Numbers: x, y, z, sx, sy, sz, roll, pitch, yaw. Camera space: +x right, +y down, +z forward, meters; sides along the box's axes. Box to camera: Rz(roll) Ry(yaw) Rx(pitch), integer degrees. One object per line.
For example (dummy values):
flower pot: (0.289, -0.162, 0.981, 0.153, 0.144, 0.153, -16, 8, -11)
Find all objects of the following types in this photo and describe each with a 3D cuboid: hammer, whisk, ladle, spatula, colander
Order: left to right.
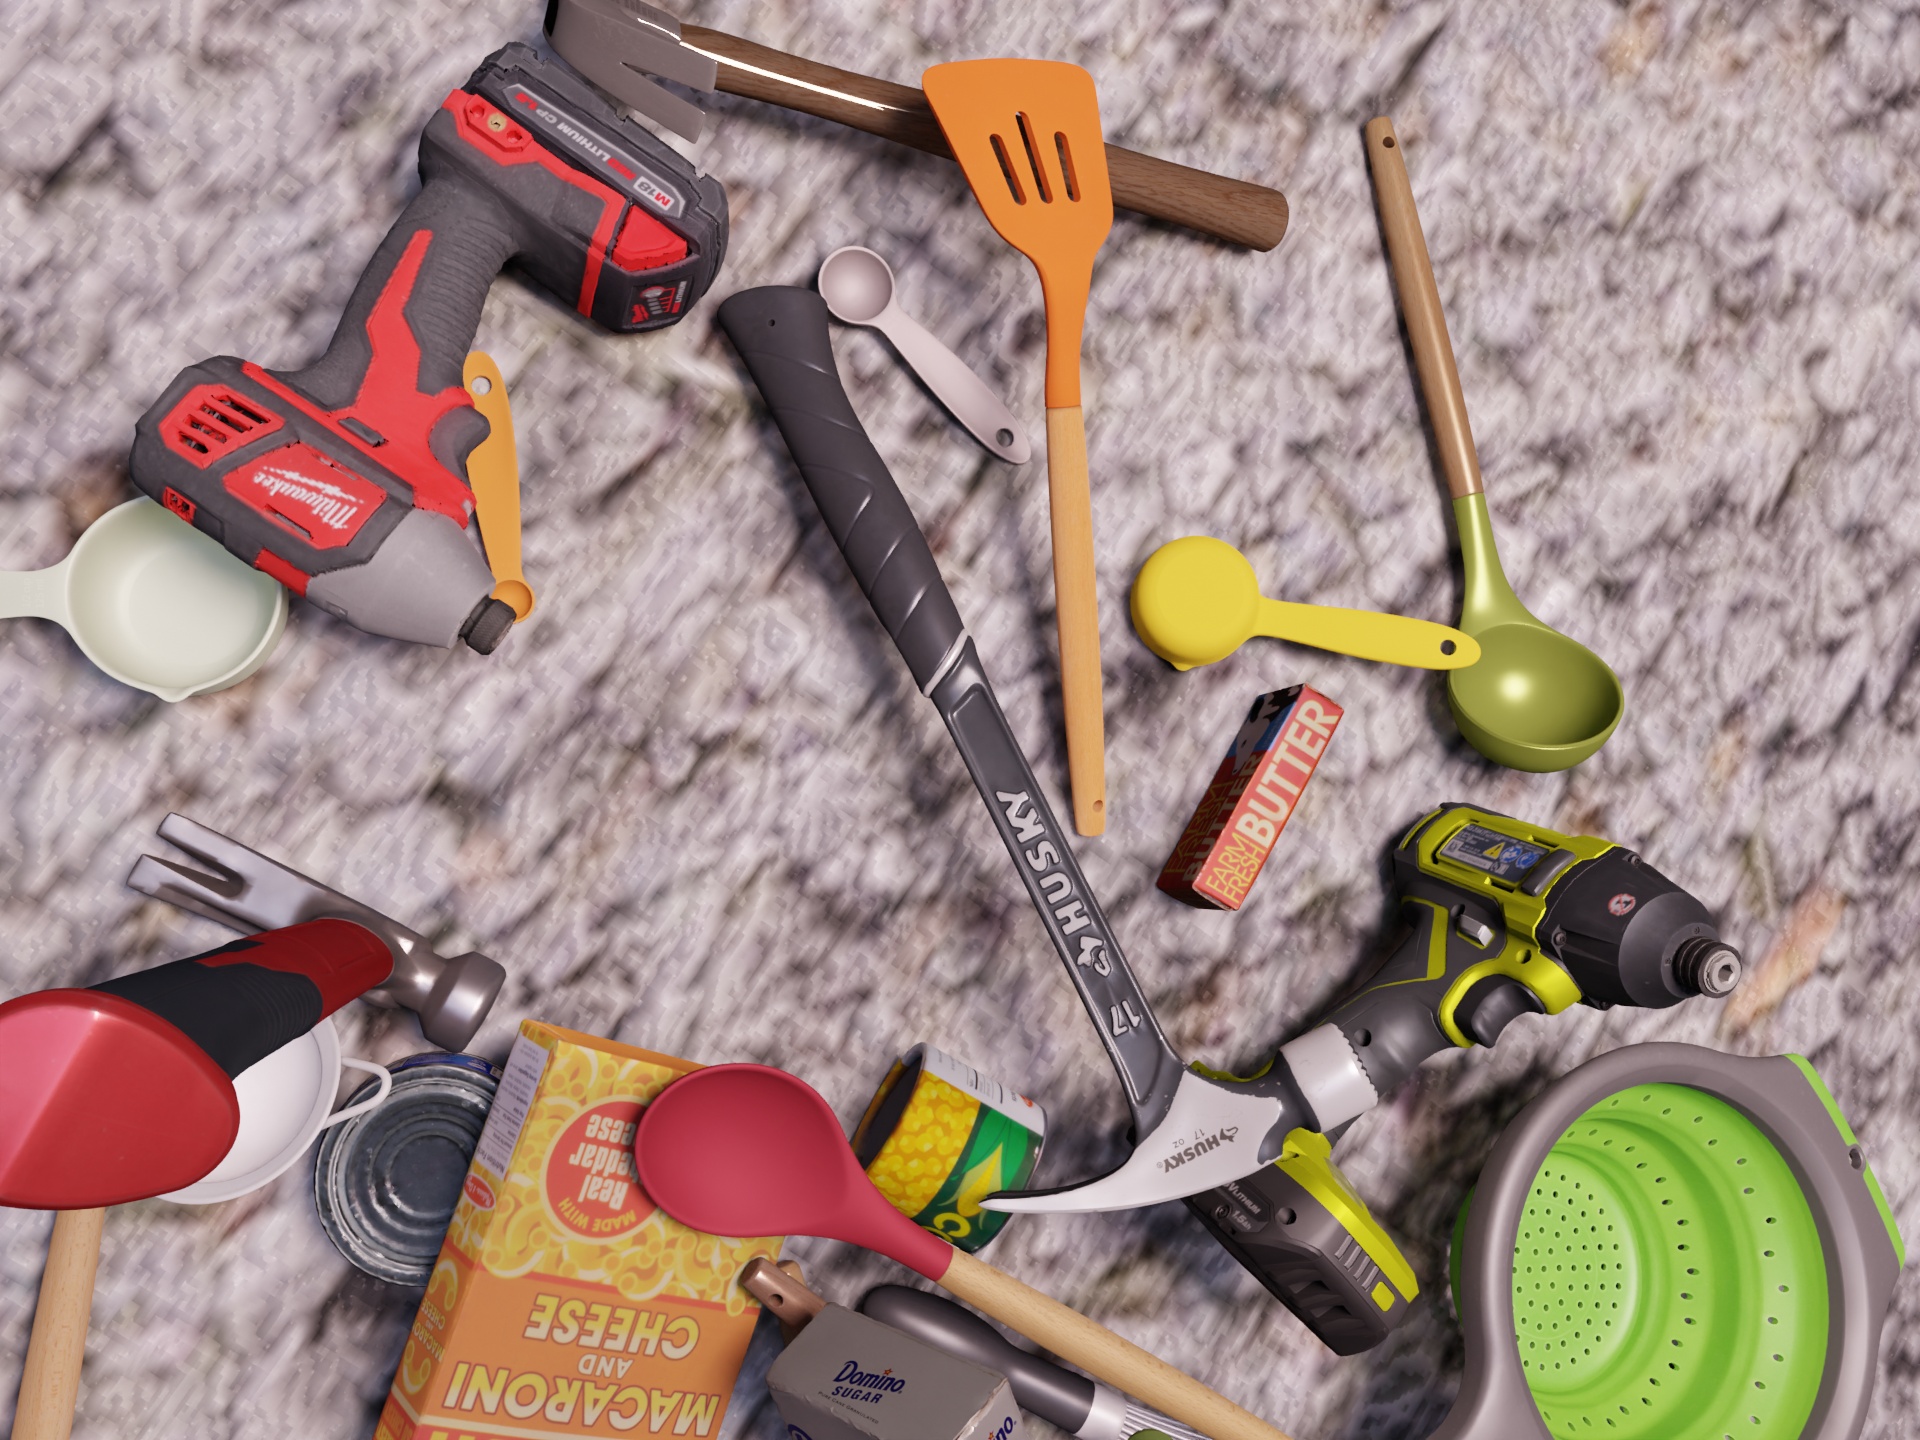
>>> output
hammer: (-0.209, 0.068, 0.444, 0.143, 0.386, 0.038, 29, 80, -9)
hammer: (-0.008, -0.253, 0.677, 0.331, 0.130, 0.031, 9, 125, -19)
hammer: (-0.001, -0.002, 0.632, 0.149, 0.036, 0.409, -28, 77, 3)
ladle: (0.016, 0.221, 0.613, 0.315, 0.031, 0.069, 33, 94, -11)
spatula: (0.040, -0.107, 0.664, 0.081, 0.041, 0.322, -13, 108, -28)
whisk: (0.085, 0.305, 0.667, 0.284, 0.070, 0.070, 27, 80, -4)
ladle: (0.234, -0.132, 0.736, 0.078, 0.062, 0.320, -11, 85, -10)
colander: (0.215, 0.276, 0.655, 0.397, 0.094, 0.204, -27, 89, -23)

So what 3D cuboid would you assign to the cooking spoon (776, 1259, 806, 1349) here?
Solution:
cooking spoon: (-0.028, 0.376, 0.649, 0.068, 0.017, 0.319, -16, 89, -26)

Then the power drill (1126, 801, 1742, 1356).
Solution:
power drill: (0.189, 0.134, 0.644, 0.223, 0.171, 0.080, -43, 110, -8)

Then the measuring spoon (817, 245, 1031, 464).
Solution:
measuring spoon: (-0.015, -0.157, 0.703, 0.124, 0.018, 0.034, 44, 75, -13)

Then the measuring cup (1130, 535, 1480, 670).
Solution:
measuring cup: (0.153, -0.045, 0.700, 0.156, 0.029, 0.062, 10, 83, 6)

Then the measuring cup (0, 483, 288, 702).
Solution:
measuring cup: (-0.343, -0.045, 0.604, 0.167, 0.038, 0.083, -2, 86, -11)

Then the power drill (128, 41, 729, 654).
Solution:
power drill: (-0.189, -0.135, 0.610, 0.143, 0.078, 0.220, 35, 71, -8)

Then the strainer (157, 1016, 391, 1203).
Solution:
strainer: (-0.340, 0.133, 0.588, 0.258, 0.050, 0.087, 5, 58, -7)

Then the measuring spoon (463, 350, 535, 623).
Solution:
measuring spoon: (-0.192, -0.096, 0.658, 0.021, 0.011, 0.117, -8, 83, -14)

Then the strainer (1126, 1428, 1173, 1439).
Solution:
strainer: (0.099, 0.402, 0.614, 0.151, 0.069, 0.256, -12, 103, -1)

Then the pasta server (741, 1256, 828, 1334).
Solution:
pasta server: (0.033, 0.316, 0.641, 0.316, 0.040, 0.060, 43, 95, -14)

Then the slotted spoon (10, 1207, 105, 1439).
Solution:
slotted spoon: (-0.342, 0.312, 0.579, 0.070, 0.031, 0.314, 7, 82, -12)
